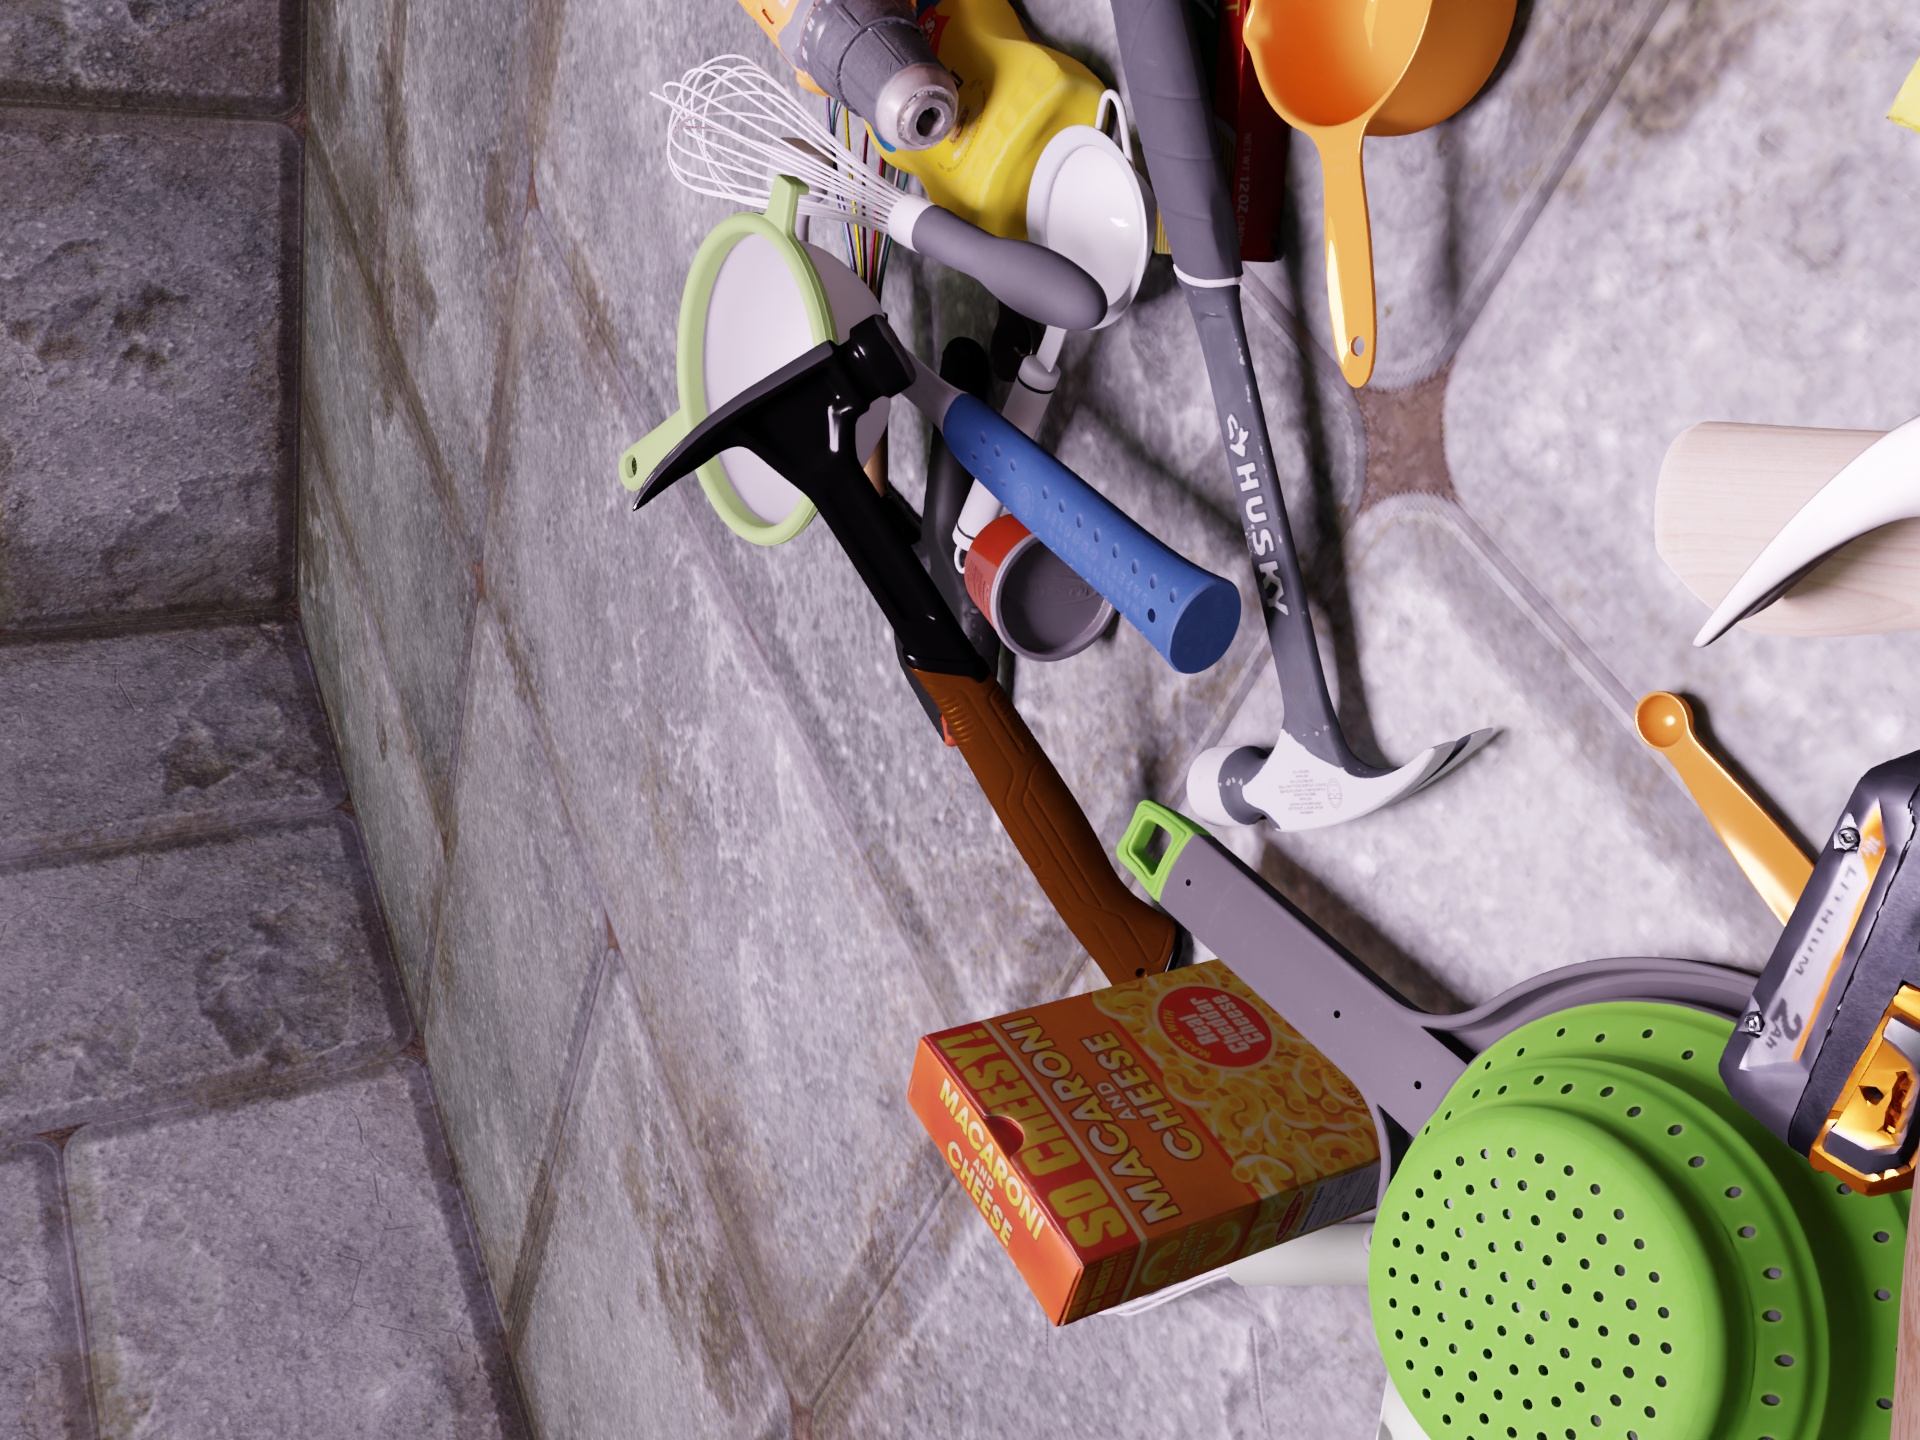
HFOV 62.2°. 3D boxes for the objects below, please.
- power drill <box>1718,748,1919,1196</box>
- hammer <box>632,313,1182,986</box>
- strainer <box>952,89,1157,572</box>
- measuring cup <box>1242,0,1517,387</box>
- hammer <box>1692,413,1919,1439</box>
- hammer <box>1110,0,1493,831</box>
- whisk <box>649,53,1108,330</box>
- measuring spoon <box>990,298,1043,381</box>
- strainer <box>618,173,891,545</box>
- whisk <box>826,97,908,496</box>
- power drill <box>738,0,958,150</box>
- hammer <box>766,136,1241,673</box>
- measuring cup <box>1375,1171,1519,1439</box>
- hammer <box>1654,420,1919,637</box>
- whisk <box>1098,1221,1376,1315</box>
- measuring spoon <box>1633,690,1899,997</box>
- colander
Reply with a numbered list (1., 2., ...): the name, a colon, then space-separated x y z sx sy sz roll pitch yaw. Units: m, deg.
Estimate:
1. power drill: 0.303 0.089 0.342 0.227 0.084 0.164 41 131 43
2. hammer: -0.001 -0.002 0.703 0.336 0.127 0.034 57 -172 -21
3. strainer: 0.041 -0.170 0.745 0.087 0.050 0.258 55 138 31
4. measuring cup: 0.151 -0.206 0.554 0.095 0.052 0.173 11 109 59
5. hammer: 0.224 0.090 0.345 0.130 0.031 0.331 21 125 51
6. hammer: 0.102 -0.155 0.615 0.149 0.036 0.409 -5 100 61
7. whisk: -0.044 -0.242 0.737 0.285 0.070 0.070 34 128 29
8. measuring spoon: 0.029 -0.230 0.799 0.034 0.018 0.124 -9 83 53
9. strainer: -0.100 -0.155 0.795 0.256 0.069 0.151 -12 89 59
10. whisk: -0.048 -0.246 0.876 0.047 0.051 0.245 -158 67 -83
11. power drill: -0.014 -0.383 0.709 0.226 0.084 0.186 -54 50 30
12. hammer: -0.006 -0.141 0.749 0.406 0.035 0.144 48 135 42
13. measuring cup: 0.191 0.219 0.596 0.038 0.083 0.168 3 82 33
14. hammer: 0.298 -0.030 0.226 0.411 0.038 0.146 16 126 51
15. whisk: 0.125 0.246 0.727 0.059 0.058 0.246 47 146 -9
16. measuring spoon: 0.249 0.038 0.491 0.117 0.011 0.021 61 145 26
17. colander: 0.151 0.134 0.537 0.398 0.094 0.204 42 114 46
